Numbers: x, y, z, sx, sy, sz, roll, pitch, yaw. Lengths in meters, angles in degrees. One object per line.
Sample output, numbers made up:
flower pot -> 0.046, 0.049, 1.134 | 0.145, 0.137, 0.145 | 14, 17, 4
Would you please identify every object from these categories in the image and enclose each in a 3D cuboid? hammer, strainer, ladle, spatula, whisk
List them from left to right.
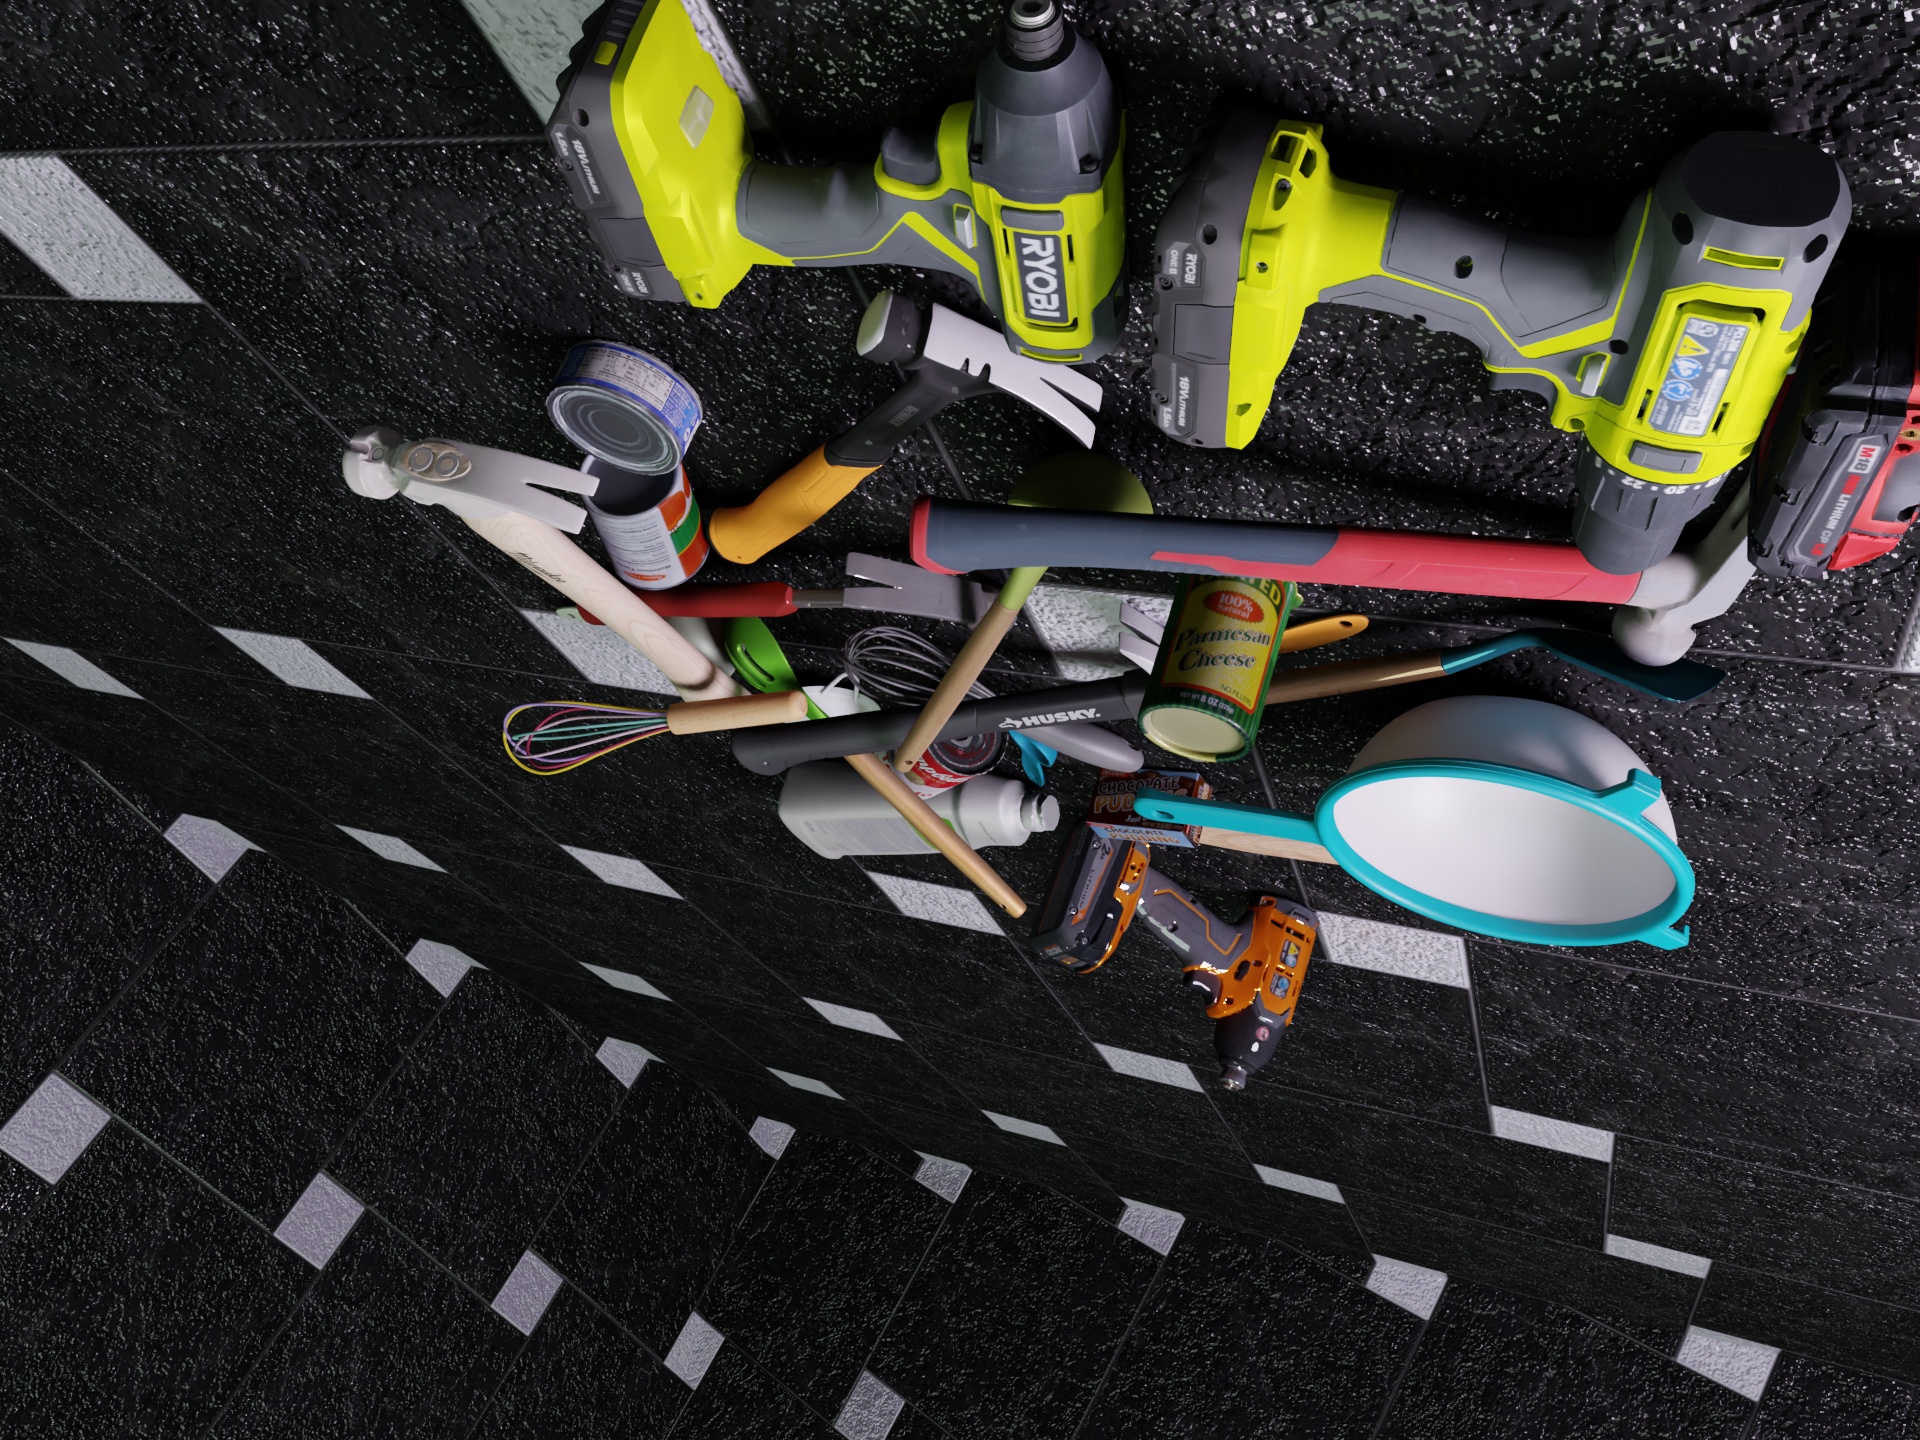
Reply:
hammer -> -0.209, -0.069, 1.007 | 0.146, 0.038, 0.410 | 14, 166, 19
whisk -> -0.218, 0.005, 1.116 | 0.245, 0.047, 0.051 | -6, 162, 21
hammer -> -0.144, -0.082, 1.057 | 0.359, 0.037, 0.149 | 4, 178, 40
strainer -> -0.131, 0.014, 1.307 | 0.086, 0.050, 0.258 | 11, 164, -19
hammer -> -0.060, -0.142, 0.892 | 0.127, 0.034, 0.337 | 19, 162, -25
hammer -> -0.002, -0.003, 1.064 | 0.335, 0.035, 0.146 | -8, 146, 20
ladle -> 0.018, -0.045, 0.933 | 0.078, 0.062, 0.320 | 15, 143, -16
whisk -> 0.024, -0.010, 1.123 | 0.239, 0.055, 0.055 | 21, 158, -15
hammer -> 0.252, 0.090, 1.177 | 0.331, 0.031, 0.129 | 8, 155, 25
hammer -> 0.167, -0.087, 0.751 | 0.386, 0.038, 0.143 | 5, 154, 6
strainer -> 0.271, 0.040, 0.974 | 0.340, 0.095, 0.210 | 6, 151, 33
spatula -> 0.248, -0.018, 0.886 | 0.317, 0.044, 0.082 | -9, -174, 41

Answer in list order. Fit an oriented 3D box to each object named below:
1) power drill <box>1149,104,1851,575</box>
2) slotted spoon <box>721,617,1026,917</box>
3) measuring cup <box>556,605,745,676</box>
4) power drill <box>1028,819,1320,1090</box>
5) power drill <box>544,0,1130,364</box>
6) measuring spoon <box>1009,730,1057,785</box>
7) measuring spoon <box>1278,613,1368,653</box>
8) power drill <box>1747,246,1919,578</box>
power drill -> 0.195, -0.143, 0.618 | 0.228, 0.080, 0.190 | 14, 148, 14
slotted spoon -> -0.065, 0.034, 1.169 | 0.313, 0.031, 0.070 | 44, 153, -6
measuring cup -> -0.246, -0.062, 1.222 | 0.167, 0.038, 0.083 | 8, 155, 21
power drill -> 0.176, 0.191, 1.299 | 0.226, 0.164, 0.084 | 27, 157, -12
power drill -> -0.043, -0.228, 0.650 | 0.223, 0.080, 0.171 | 10, 156, 13
measuring spoon -> 0.060, 0.025, 1.210 | 0.042, 0.021, 0.128 | 40, 171, 14
measuring spoon -> 0.192, -0.050, 0.943 | 0.021, 0.011, 0.117 | 36, 149, -30
power drill -> 0.422, -0.089, 0.590 | 0.227, 0.080, 0.187 | 9, 155, 17
